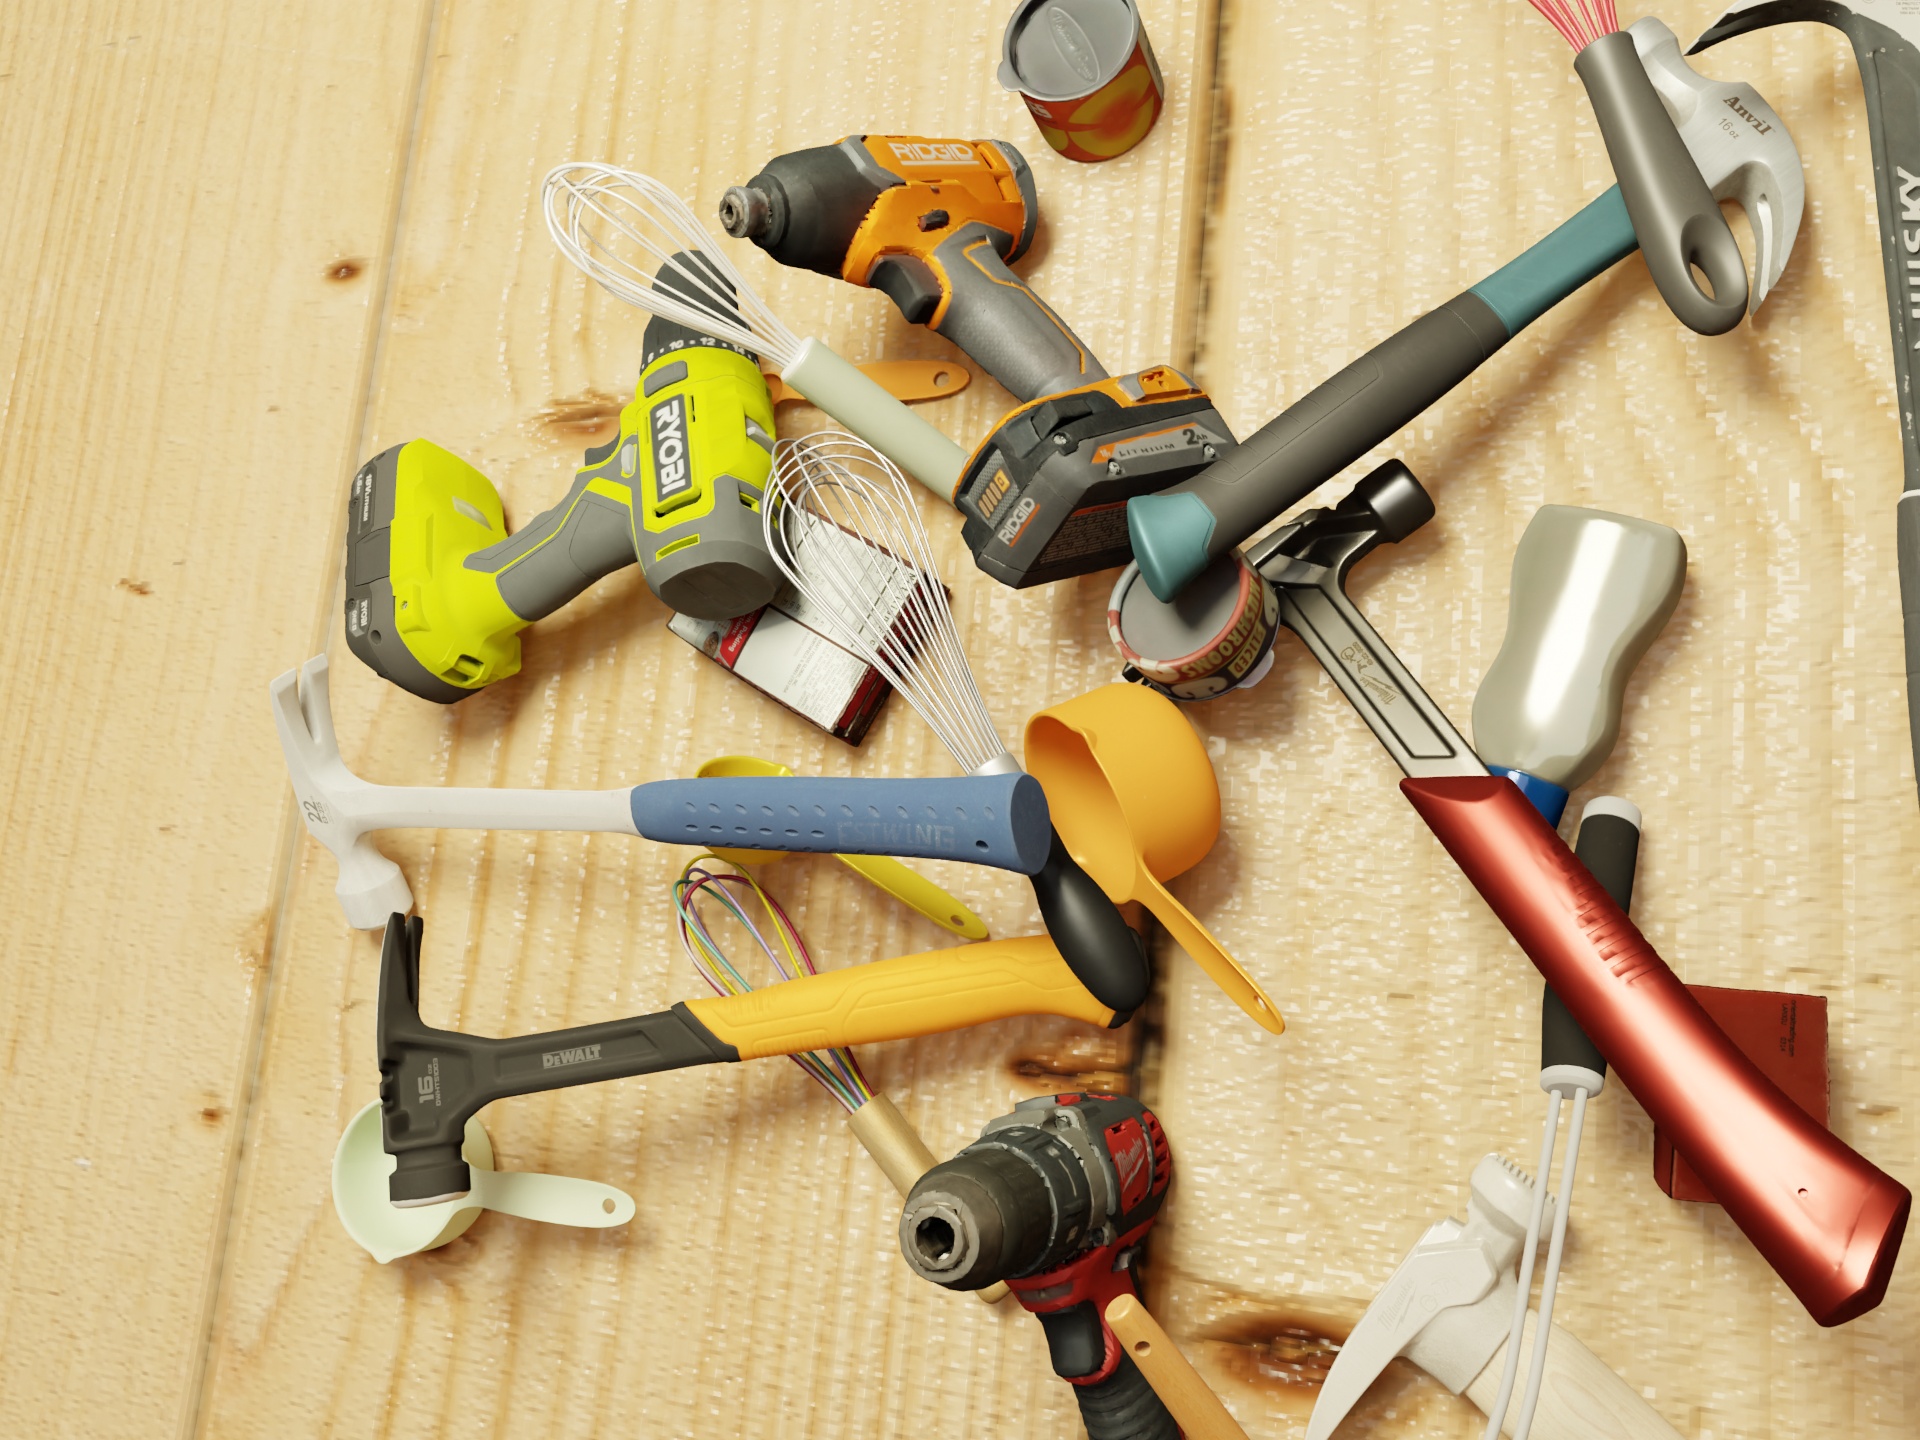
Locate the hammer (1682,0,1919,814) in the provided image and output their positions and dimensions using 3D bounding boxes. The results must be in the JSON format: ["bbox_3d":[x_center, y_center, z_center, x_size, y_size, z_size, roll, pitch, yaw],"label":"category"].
[{"bbox_3d":[0.364,-0.098,0.601,0.149,0.036,0.409,0,82,-6],"label":"hammer"}]

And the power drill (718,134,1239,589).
[{"bbox_3d":[0.002,-0.169,0.701,0.227,0.164,0.084,57,138,19],"label":"power drill"}]

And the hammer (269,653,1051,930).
[{"bbox_3d":[-0.152,0.036,0.709,0.405,0.035,0.144,-1,116,29],"label":"hammer"}]

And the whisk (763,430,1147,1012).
[{"bbox_3d":[-0.001,-0.002,0.673,0.070,0.070,0.285,-33,82,11],"label":"whisk"}]

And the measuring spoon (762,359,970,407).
[{"bbox_3d":[-0.050,-0.168,0.801,0.117,0.011,0.021,0,79,16],"label":"measuring spoon"}]

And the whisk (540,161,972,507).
[{"bbox_3d":[-0.081,-0.168,0.721,0.059,0.246,0.058,-31,31,50],"label":"whisk"}]

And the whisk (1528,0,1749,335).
[{"bbox_3d":[0.253,-0.287,0.643,0.073,0.073,0.296,-20,75,15],"label":"whisk"}]

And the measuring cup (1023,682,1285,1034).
[{"bbox_3d":[0.092,0.053,0.647,0.052,0.095,0.174,-25,51,-20],"label":"measuring cup"}]

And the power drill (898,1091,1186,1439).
[{"bbox_3d":[0.045,0.254,0.584,0.080,0.187,0.227,-16,78,21],"label":"power drill"}]

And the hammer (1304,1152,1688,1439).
[{"bbox_3d":[0.314,0.340,0.546,0.411,0.038,0.146,37,94,22],"label":"hammer"}]

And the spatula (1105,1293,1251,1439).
[{"bbox_3d":[0.147,0.331,0.560,0.081,0.041,0.322,-35,99,10],"label":"spatula"}]

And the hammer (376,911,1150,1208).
[{"bbox_3d":[-0.087,0.123,0.692,0.337,0.034,0.127,-9,76,2],"label":"hammer"}]

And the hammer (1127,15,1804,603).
[{"bbox_3d":[0.202,-0.157,0.649,0.331,0.033,0.128,-36,72,-7],"label":"hammer"}]

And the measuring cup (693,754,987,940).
[{"bbox_3d":[-0.059,0.068,0.739,0.156,0.062,0.029,30,121,11],"label":"measuring cup"}]

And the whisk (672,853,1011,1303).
[{"bbox_3d":[-0.055,0.156,0.717,0.047,0.051,0.245,-42,71,2],"label":"whisk"}]

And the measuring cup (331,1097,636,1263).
[{"bbox_3d":[-0.223,0.223,0.767,0.167,0.038,0.083,2,80,19],"label":"measuring cup"}]

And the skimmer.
[{"bbox_3d":[0.218,0.196,0.558,0.127,0.090,0.363,-14,42,45],"label":"skimmer"}]

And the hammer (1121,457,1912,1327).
[{"bbox_3d":[0.196,0.056,0.587,0.149,0.036,0.359,-39,50,13],"label":"hammer"}]

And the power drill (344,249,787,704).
[{"bbox_3d":[-0.191,-0.117,0.785,0.228,0.080,0.191,-20,63,22],"label":"power drill"}]
